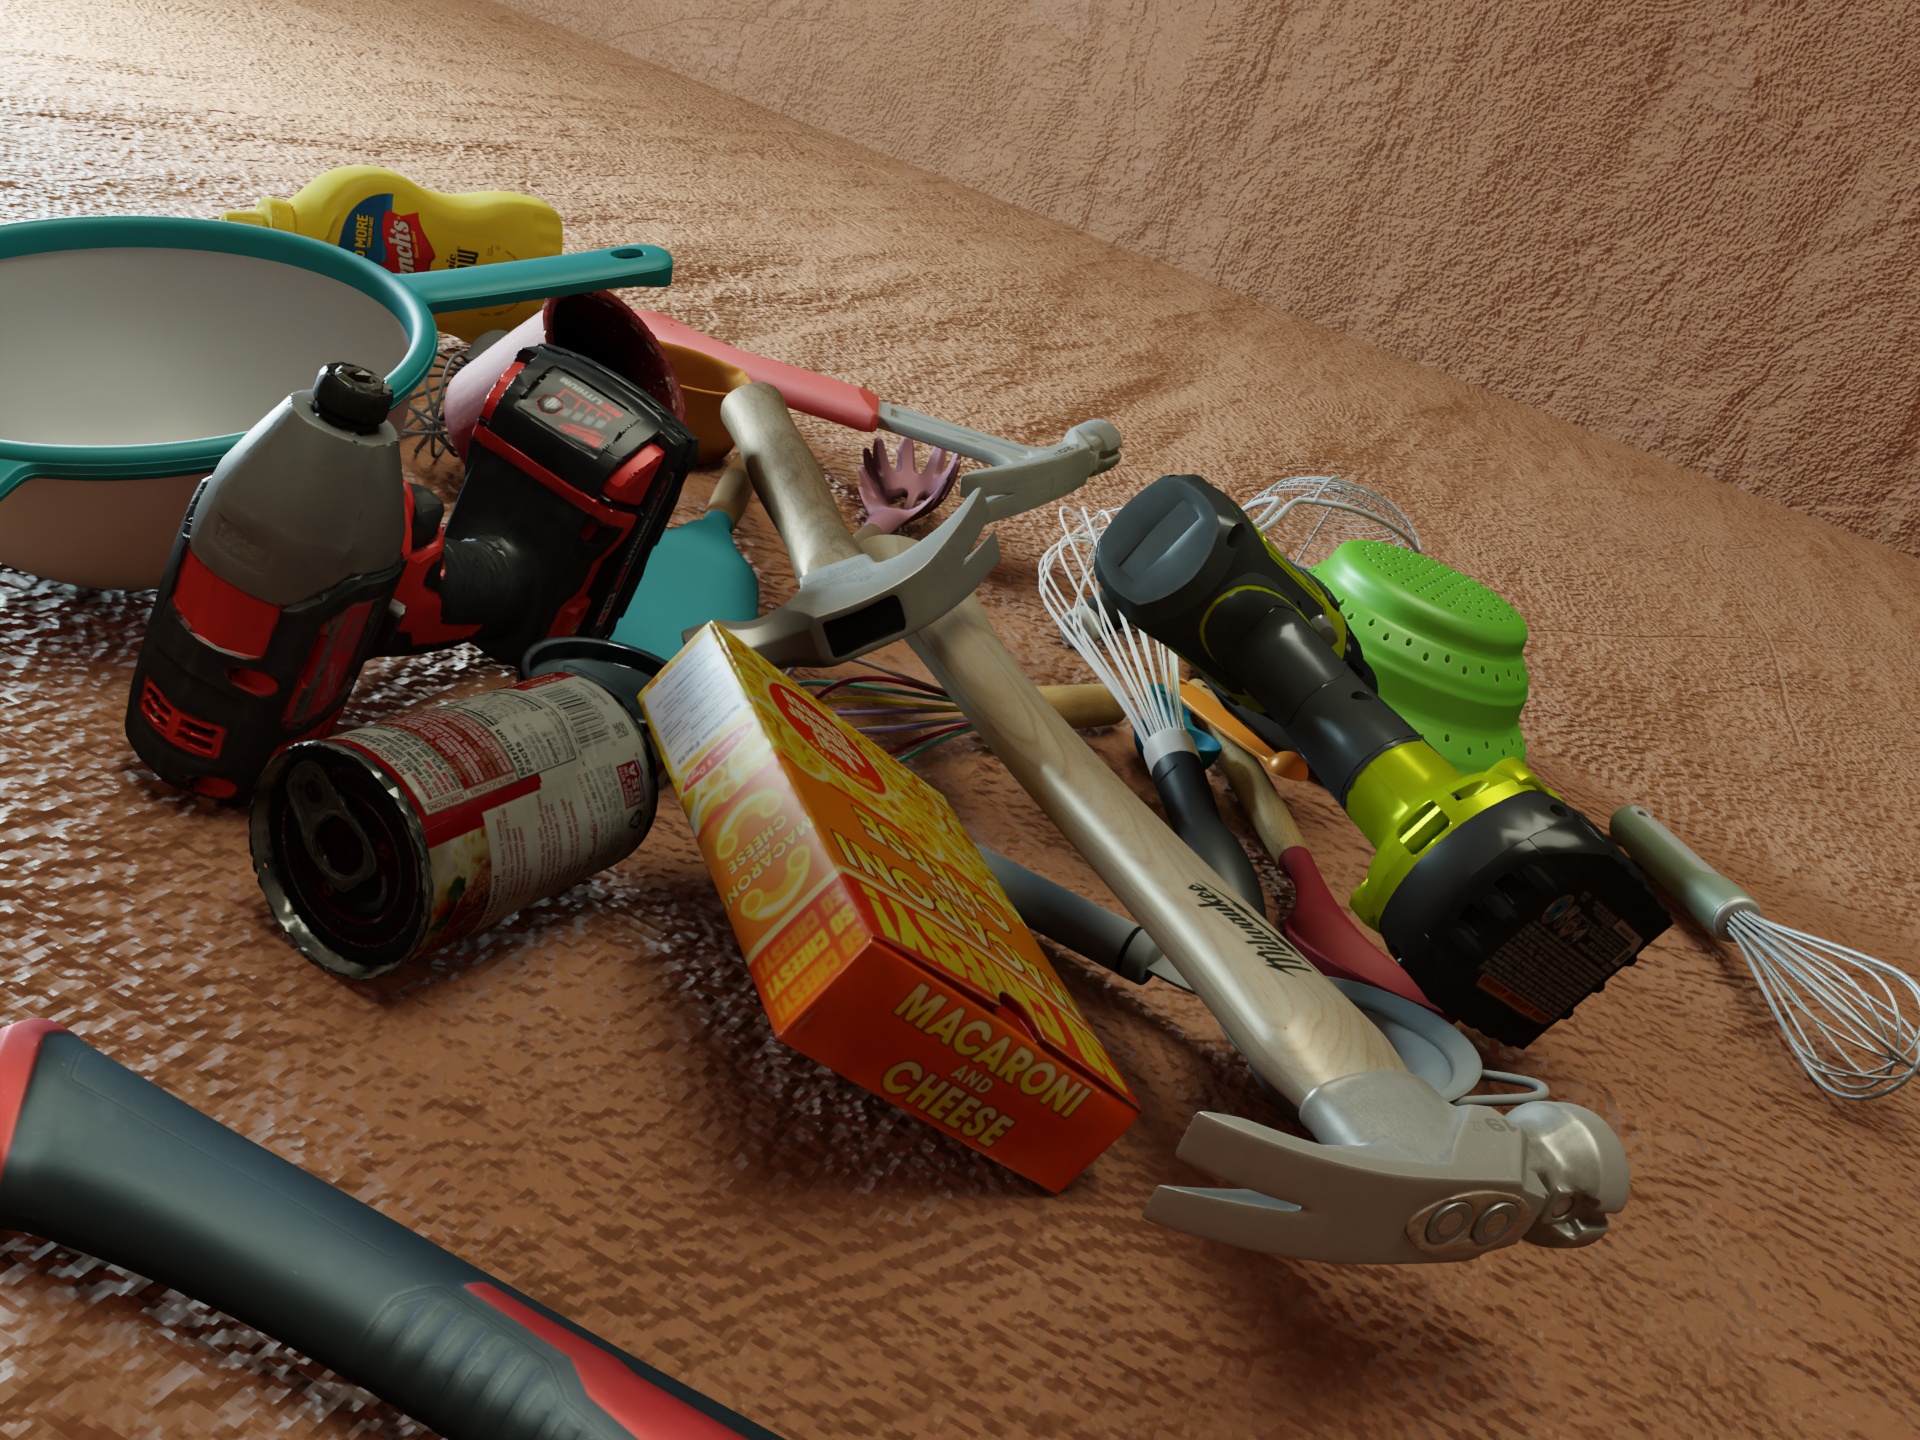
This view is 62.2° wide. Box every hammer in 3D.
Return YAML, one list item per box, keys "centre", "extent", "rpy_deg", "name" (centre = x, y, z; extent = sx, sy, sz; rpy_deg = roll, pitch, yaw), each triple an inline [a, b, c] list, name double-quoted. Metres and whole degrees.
- centre: [0.035, 0.025, 0.547]
  extent: [0.146, 0.038, 0.411]
  rpy_deg: [11, 23, -31]
  name: "hammer"
- centre: [-0.072, -0.103, 0.723]
  extent: [0.130, 0.031, 0.332]
  rpy_deg: [-19, 28, -5]
  name: "hammer"
- centre: [-0.086, -0.195, 0.977]
  extent: [0.359, 0.036, 0.149]
  rpy_deg: [23, 33, 31]
  name: "hammer"
- centre: [-0.035, 0.154, 0.329]
  extent: [0.386, 0.038, 0.143]
  rpy_deg: [25, 23, 11]
  name: "hammer"

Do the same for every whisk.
- centre: [-0.272, -0.188, 0.880]
  extent: [0.055, 0.055, 0.239]
  rpy_deg: [14, 20, -12]
  name: "whisk"
- centre: [0.001, -0.002, 0.689]
  extent: [0.245, 0.047, 0.051]
  rpy_deg: [-4, 47, -49]
  name: "whisk"
- centre: [0.085, -0.005, 0.706]
  extent: [0.070, 0.070, 0.285]
  rpy_deg: [10, 39, -20]
  name: "whisk"
- centre: [0.374, 0.098, 0.756]
  extent: [0.057, 0.059, 0.246]
  rpy_deg: [26, 17, -15]
  name: "whisk"

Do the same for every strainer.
- centre: [0.070, 0.087, 0.554]
  extent: [0.259, 0.050, 0.087]
  rpy_deg: [25, 23, 26]
  name: "strainer"
- centre: [-0.262, -0.130, 0.644]
  extent: [0.340, 0.095, 0.211]
  rpy_deg: [-23, 47, -39]
  name: "strainer"

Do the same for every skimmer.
- centre: [0.174, -0.083, 0.999]
  extent: [0.127, 0.090, 0.363]
  rpy_deg: [7, 24, 37]
  name: "skimmer"

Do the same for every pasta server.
- centre: [-0.054, -0.100, 0.861]
  extent: [0.060, 0.040, 0.316]
  rpy_deg: [9, 24, 8]
  name: "pasta server"

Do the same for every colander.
- centre: [0.237, -0.001, 0.796]
  extent: [0.204, 0.094, 0.397]
  rpy_deg: [19, 24, -7]
  name: "colander"

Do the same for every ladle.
- centre: [0.141, 0.048, 0.707]
  extent: [0.069, 0.031, 0.316]
  rpy_deg: [24, 20, -16]
  name: "ladle"

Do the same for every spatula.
- centre: [-0.127, -0.097, 0.821]
  extent: [0.082, 0.044, 0.318]
  rpy_deg: [17, 19, -8]
  name: "spatula"

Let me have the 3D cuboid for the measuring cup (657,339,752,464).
- centre: [-0.199, -0.206, 0.961]
  extent: [0.095, 0.052, 0.174]
  rpy_deg: [-8, 34, -46]
  name: "measuring cup"

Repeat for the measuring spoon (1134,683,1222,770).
- centre: [0.103, 0.005, 0.790]
  extent: [0.042, 0.021, 0.129]
  rpy_deg: [14, 15, 0]
  name: "measuring spoon"

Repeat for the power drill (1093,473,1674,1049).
- centre: [0.164, 0.014, 0.629]
  extent: [0.190, 0.080, 0.229]
  rpy_deg: [30, 20, -49]
  name: "power drill"

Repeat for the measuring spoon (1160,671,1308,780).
- centre: [0.131, -0.001, 0.772]
  extent: [0.021, 0.011, 0.117]
  rpy_deg: [5, 23, -30]
  name: "measuring spoon"

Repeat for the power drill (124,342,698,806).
- centre: [-0.184, -0.066, 0.558]
  extent: [0.078, 0.143, 0.220]
  rpy_deg: [32, 23, 5]
  name: "power drill"
